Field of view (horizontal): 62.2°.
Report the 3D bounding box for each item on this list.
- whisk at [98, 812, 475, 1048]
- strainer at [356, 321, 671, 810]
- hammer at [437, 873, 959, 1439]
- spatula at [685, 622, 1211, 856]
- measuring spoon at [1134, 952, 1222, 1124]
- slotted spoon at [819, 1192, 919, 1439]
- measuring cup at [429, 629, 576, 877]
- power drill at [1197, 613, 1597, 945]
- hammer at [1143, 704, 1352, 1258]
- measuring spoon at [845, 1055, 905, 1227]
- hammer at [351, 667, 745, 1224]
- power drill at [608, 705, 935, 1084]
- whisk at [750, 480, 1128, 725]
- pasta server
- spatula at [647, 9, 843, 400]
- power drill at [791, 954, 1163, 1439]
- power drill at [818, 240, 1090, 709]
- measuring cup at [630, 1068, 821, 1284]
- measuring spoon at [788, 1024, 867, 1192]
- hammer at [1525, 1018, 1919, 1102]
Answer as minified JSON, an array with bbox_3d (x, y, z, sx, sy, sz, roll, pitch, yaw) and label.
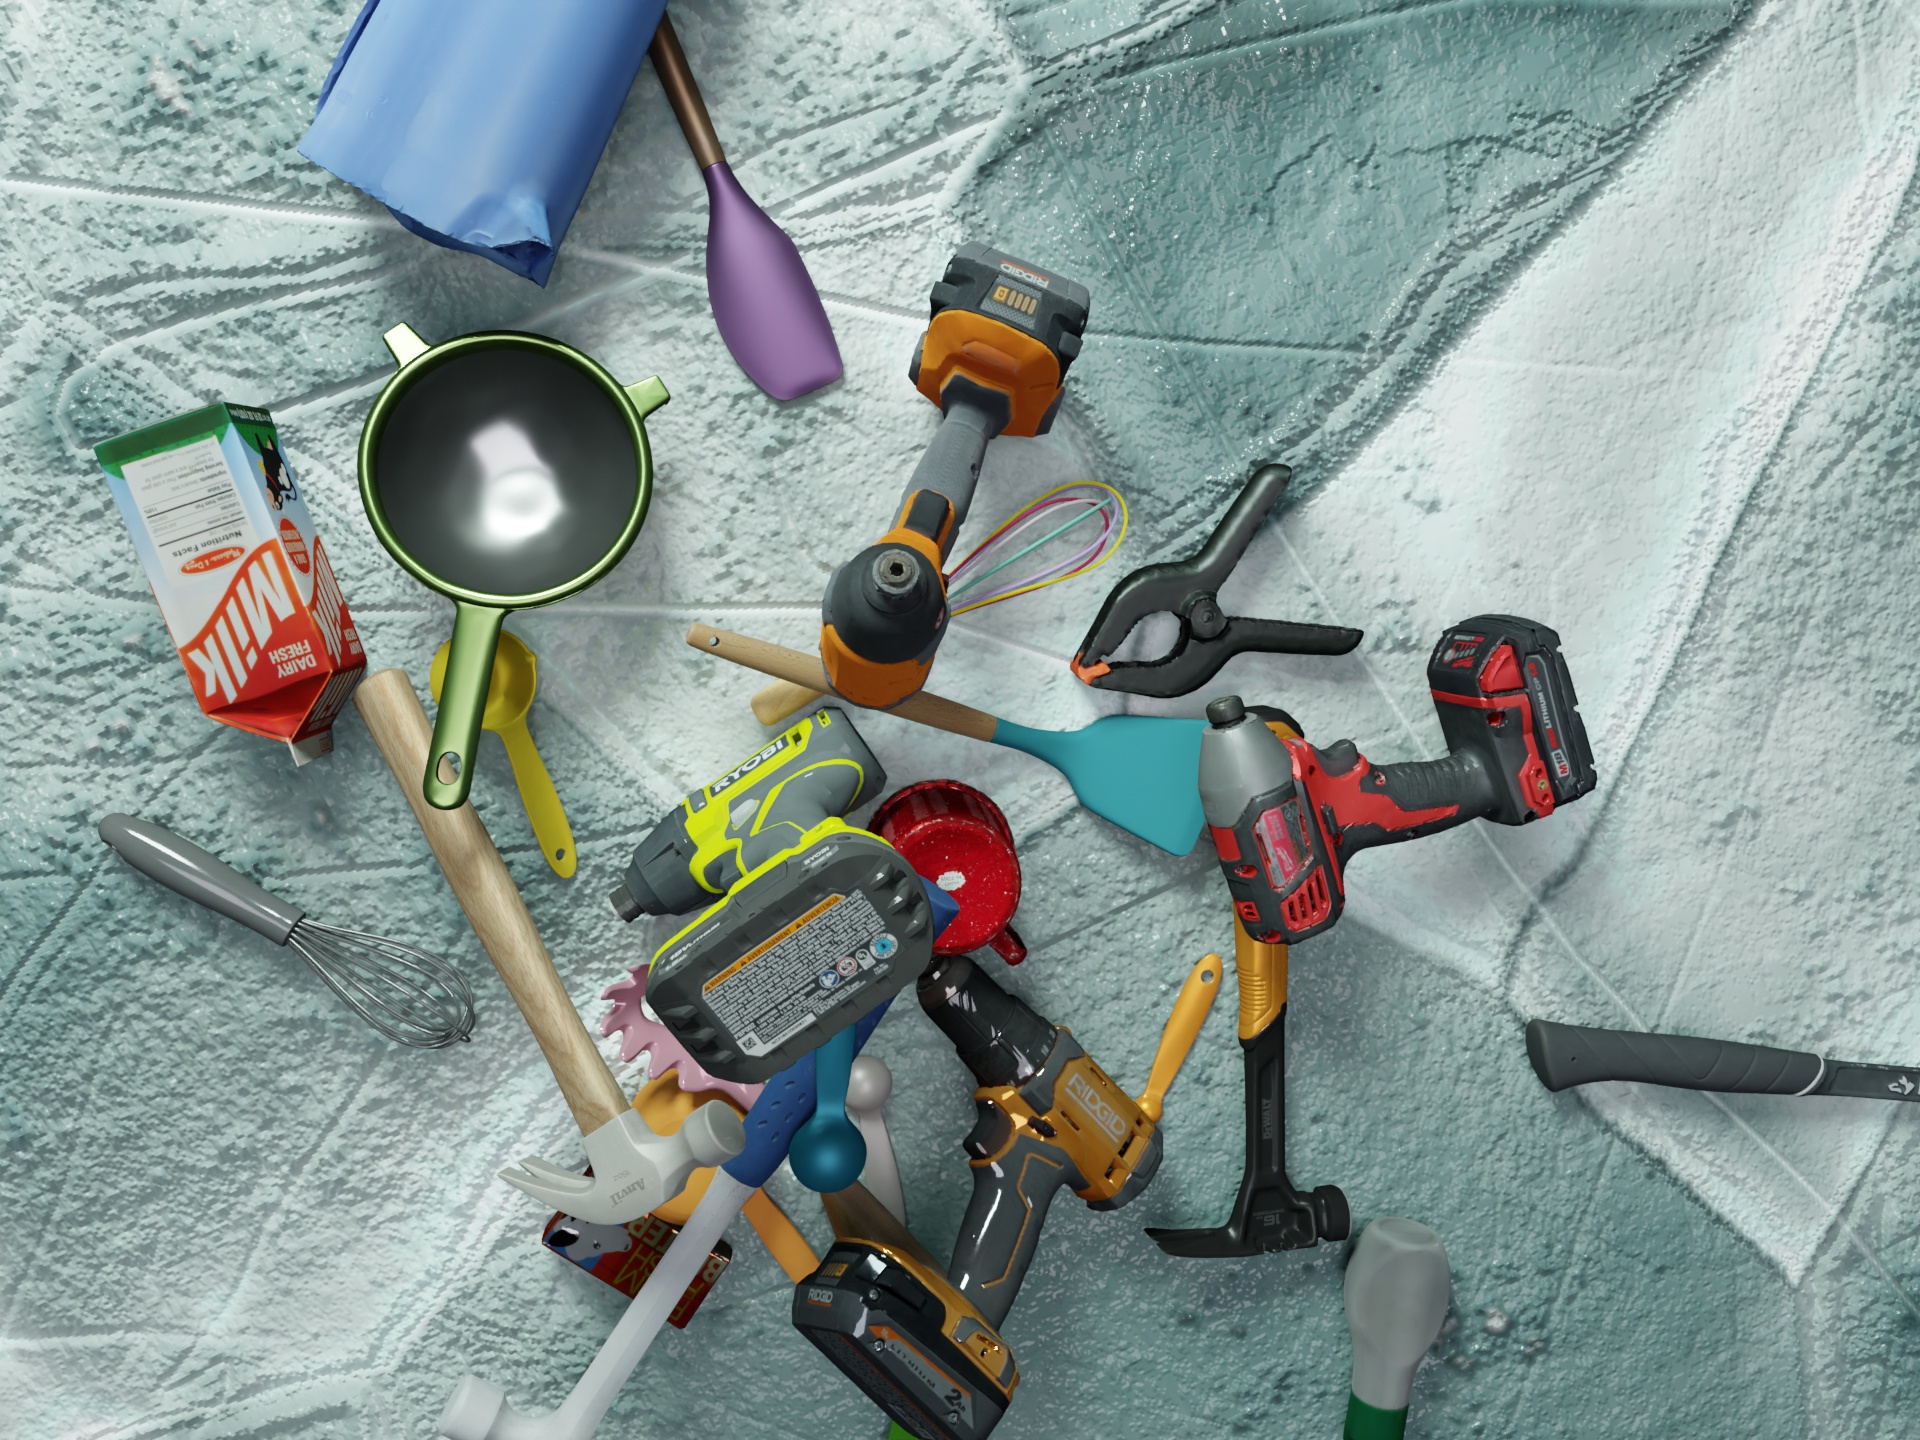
[{"bbox_3d":[-0.379,0.118,0.900,0.239,0.055,0.055,31,94,-5],"label":"whisk"},{"bbox_3d":[-0.251,-0.078,0.858,0.151,0.069,0.256,10,84,-9],"label":"strainer"},{"bbox_3d":[-0.122,0.261,0.875,0.144,0.035,0.405,32,97,-12],"label":"hammer"},{"bbox_3d":[-0.001,-0.003,0.906,0.317,0.044,0.082,17,91,-18],"label":"spatula"},{"bbox_3d":[0.134,0.197,0.977,0.021,0.011,0.117,22,95,-8],"label":"measuring spoon"},{"bbox_3d":[-0.052,0.360,0.974,0.070,0.031,0.313,-19,98,2],"label":"slotted spoon"},{"bbox_3d":[-0.256,0.021,0.906,0.062,0.029,0.156,-36,120,-42],"label":"measuring cup"},{"bbox_3d":[0.240,0.024,0.911,0.219,0.078,0.143,-23,102,-12],"label":"power drill"},{"bbox_3d":[0.175,0.159,0.960,0.127,0.034,0.337,-3,97,-14],"label":"hammer"},{"bbox_3d":[-0.050,0.264,0.964,0.034,0.018,0.124,-11,99,-4],"label":"measuring spoon"},{"bbox_3d":[-0.246,0.119,0.864,0.130,0.031,0.331,-35,78,18],"label":"hammer"},{"bbox_3d":[-0.106,0.086,0.831,0.171,0.223,0.080,-35,113,-1],"label":"power drill"},{"bbox_3d":[-0.012,-0.064,0.913,0.245,0.051,0.047,-31,105,2],"label":"whisk"},{"bbox_3d":[-0.084,0.253,0.908,0.060,0.040,0.316,-41,100,3],"label":"pasta server"},{"bbox_3d":[-0.148,-0.328,0.875,0.060,0.018,0.316,-22,100,-1],"label":"spatula"},{"bbox_3d":[0.001,0.260,0.895,0.185,0.084,0.226,48,56,-14],"label":"power drill"},{"bbox_3d":[-0.008,-0.125,0.820,0.084,0.164,0.226,22,77,-2],"label":"power drill"},{"bbox_3d":[-0.131,0.285,0.941,0.095,0.052,0.173,-36,97,0],"label":"measuring cup"},{"bbox_3d":[-0.067,0.192,0.835,0.042,0.021,0.128,3,102,-7],"label":"measuring spoon"},{"bbox_3d":[0.557,0.222,1.011,0.409,0.036,0.149,6,96,-6],"label":"hammer"}]
